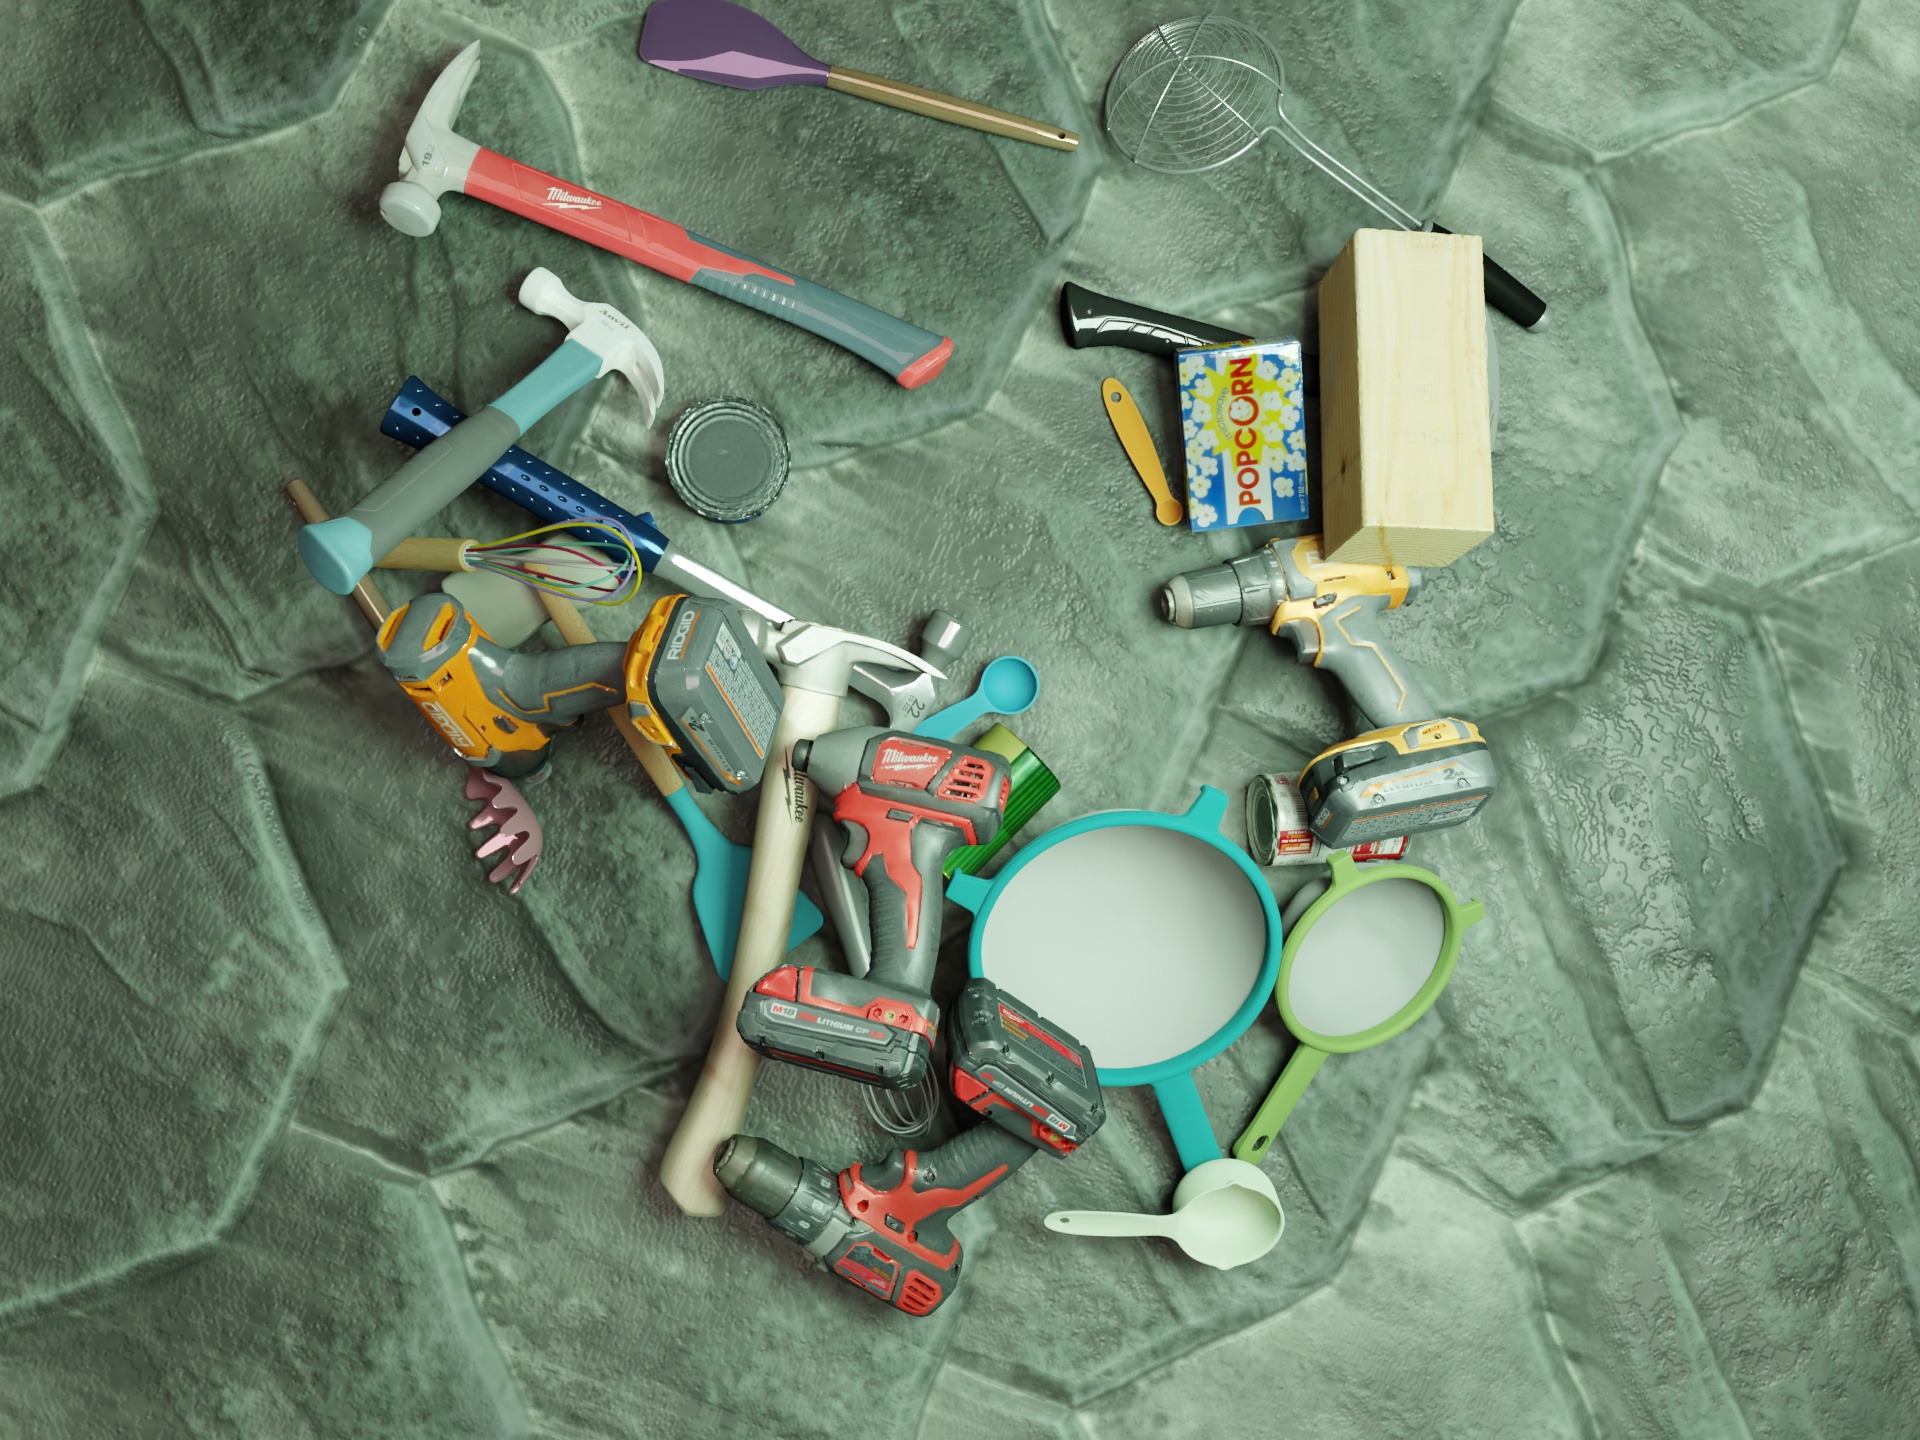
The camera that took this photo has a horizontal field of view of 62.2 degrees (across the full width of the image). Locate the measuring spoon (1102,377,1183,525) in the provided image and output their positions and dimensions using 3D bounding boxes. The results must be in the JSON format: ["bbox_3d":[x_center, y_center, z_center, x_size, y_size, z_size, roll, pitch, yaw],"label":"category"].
[{"bbox_3d":[0.131,-0.195,1.157,0.021,0.011,0.117,-25,89,-3],"label":"measuring spoon"}]

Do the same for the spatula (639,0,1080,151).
[{"bbox_3d":[-0.068,-0.452,1.127,0.316,0.018,0.060,14,87,-6],"label":"spatula"}]

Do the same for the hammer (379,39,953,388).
[{"bbox_3d":[-0.184,-0.333,1.097,0.386,0.038,0.143,20,70,-10],"label":"hammer"}]

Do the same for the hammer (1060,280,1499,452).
[{"bbox_3d":[0.233,-0.262,1.156,0.334,0.035,0.146,14,89,-6],"label":"hammer"}]

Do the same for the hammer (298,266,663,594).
[{"bbox_3d":[-0.293,-0.178,0.984,0.128,0.033,0.331,32,42,-2],"label":"hammer"}]

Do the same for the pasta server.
[{"bbox_3d":[-0.373,-0.026,1.080,0.040,0.060,0.316,-34,91,-38],"label":"pasta server"}]

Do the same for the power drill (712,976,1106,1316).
[{"bbox_3d":[-0.034,0.279,1.055,0.187,0.080,0.226,36,106,-16],"label":"power drill"}]

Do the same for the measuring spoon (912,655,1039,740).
[{"bbox_3d":[-0.002,-0.004,1.139,0.128,0.021,0.042,-31,94,3],"label":"measuring spoon"}]

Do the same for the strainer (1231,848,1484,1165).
[{"bbox_3d":[0.254,0.203,1.150,0.151,0.069,0.256,19,106,-29],"label":"strainer"}]

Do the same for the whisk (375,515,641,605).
[{"bbox_3d":[-0.300,-0.101,1.026,0.245,0.047,0.051,6,52,31],"label":"whisk"}]

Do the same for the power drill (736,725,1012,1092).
[{"bbox_3d":[-0.060,0.109,0.998,0.143,0.078,0.220,13,70,8],"label":"power drill"}]

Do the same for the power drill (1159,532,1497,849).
[{"bbox_3d":[0.252,-0.029,1.104,0.185,0.084,0.226,-10,64,-8],"label":"power drill"}]

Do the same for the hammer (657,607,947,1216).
[{"bbox_3d":[-0.123,0.138,1.078,0.146,0.038,0.410,12,95,-14],"label":"hammer"}]

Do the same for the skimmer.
[{"bbox_3d":[0.275,-0.384,1.164,0.363,0.090,0.127,29,83,-16],"label":"skimmer"}]

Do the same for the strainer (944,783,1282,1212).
[{"bbox_3d":[0.130,0.195,1.124,0.211,0.095,0.340,-19,113,5],"label":"strainer"}]

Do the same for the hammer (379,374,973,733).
[{"bbox_3d":[-0.195,-0.099,1.067,0.405,0.035,0.144,30,90,-15],"label":"hammer"}]

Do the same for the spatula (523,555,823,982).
[{"bbox_3d":[-0.207,0.027,1.083,0.082,0.044,0.317,-31,104,-4],"label":"spatula"}]

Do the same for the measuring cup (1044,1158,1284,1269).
[{"bbox_3d":[0.142,0.344,1.123,0.167,0.038,0.083,1,117,1],"label":"measuring cup"}]

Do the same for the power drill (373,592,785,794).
[{"bbox_3d":[-0.232,-0.009,0.999,0.226,0.164,0.084,1,55,19],"label":"power drill"}]

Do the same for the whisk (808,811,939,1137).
[{"bbox_3d":[-0.066,0.179,1.116,0.055,0.055,0.239,-17,87,-7],"label":"whisk"}]
